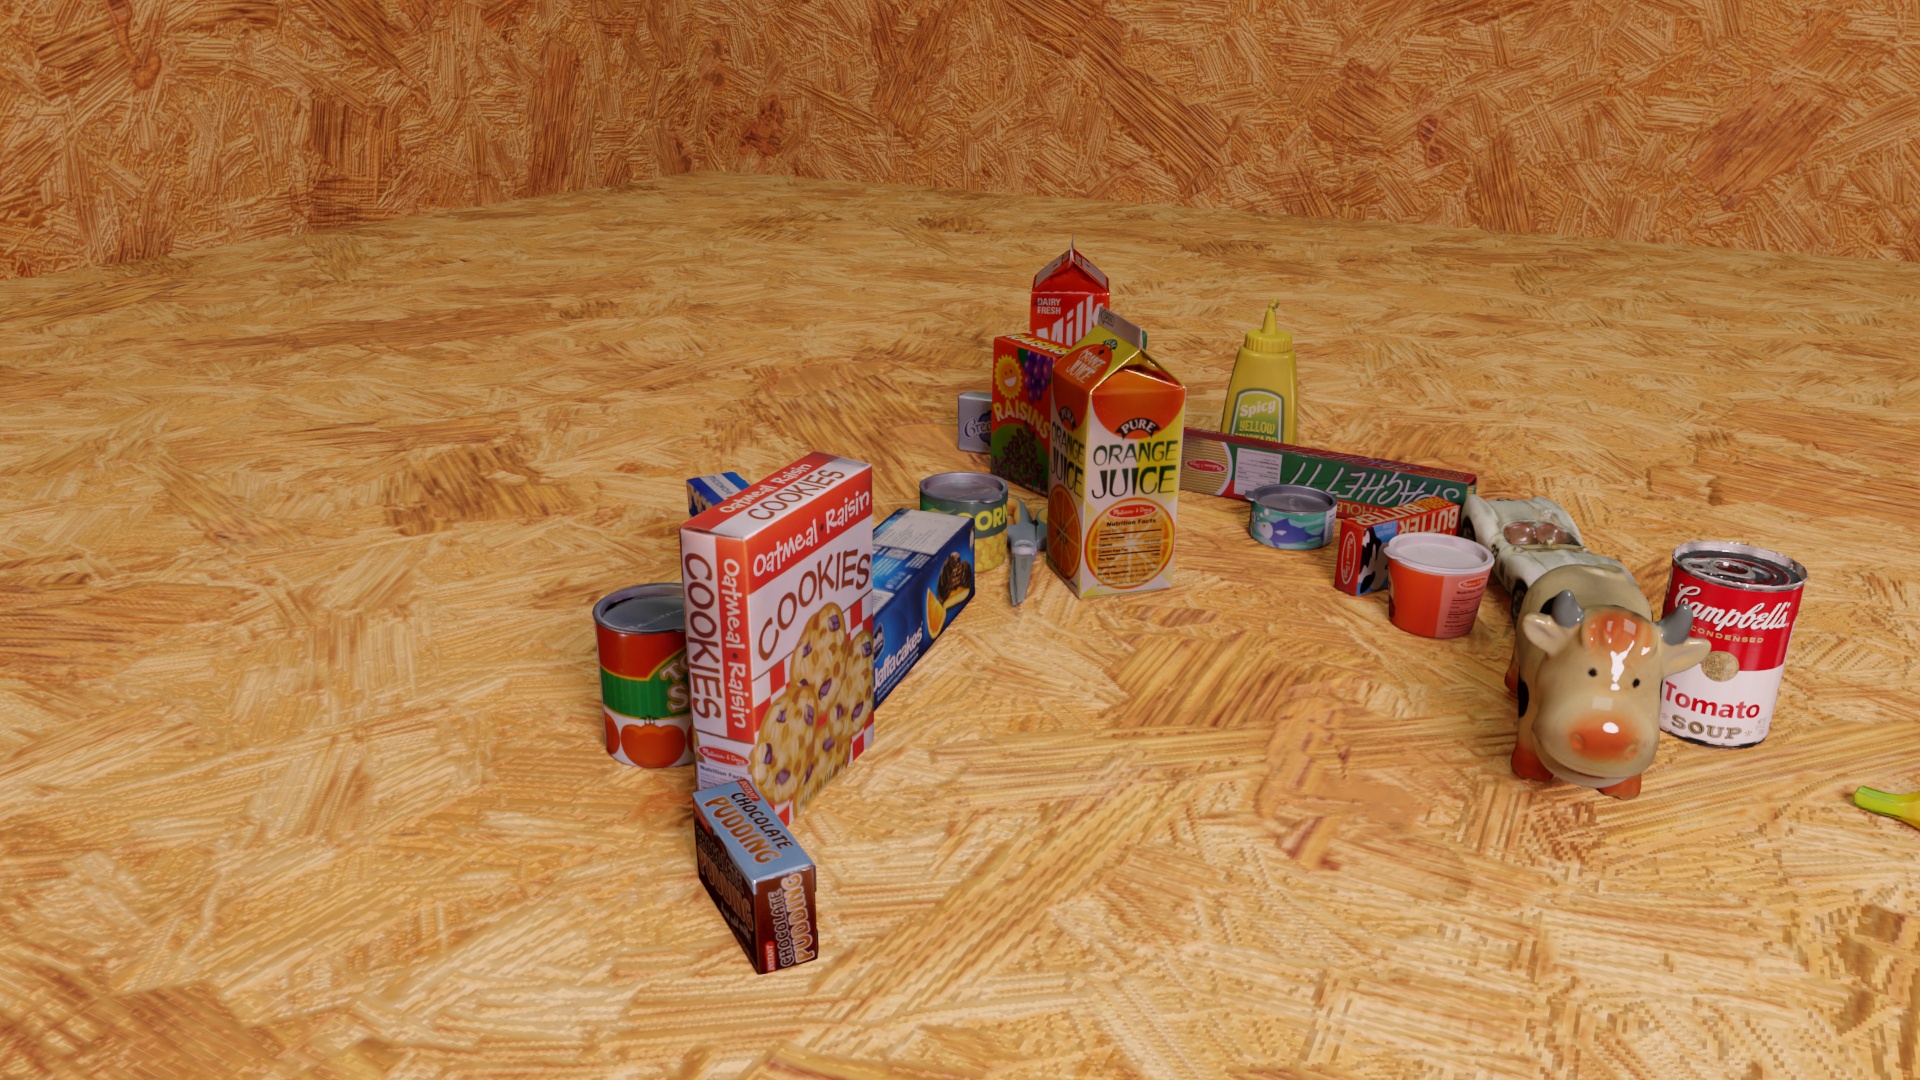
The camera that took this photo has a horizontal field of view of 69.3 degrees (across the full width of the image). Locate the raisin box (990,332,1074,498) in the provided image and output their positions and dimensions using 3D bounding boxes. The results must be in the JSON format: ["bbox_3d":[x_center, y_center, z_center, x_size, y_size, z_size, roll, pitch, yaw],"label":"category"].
[{"bbox_3d":[0.066,-0.108,1.184,0.040,0.123,0.086,-13,25,-32],"label":"raisin box"}]

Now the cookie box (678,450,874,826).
[{"bbox_3d":[-0.089,0.052,0.706,0.040,0.166,0.123,10,23,22],"label":"cookie box"}]

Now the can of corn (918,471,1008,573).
[{"bbox_3d":[0.004,-0.013,1.027,0.071,0.058,0.071,1,21,0],"label":"can of corn"}]

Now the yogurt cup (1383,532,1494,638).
[{"bbox_3d":[0.318,0.031,0.930,0.072,0.053,0.072,1,21,0],"label":"yogurt cup"}]

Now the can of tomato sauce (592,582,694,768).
[{"bbox_3d":[-0.163,0.074,0.764,0.071,0.082,0.071,1,21,0],"label":"can of tomato sauce"}]

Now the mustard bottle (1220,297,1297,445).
[{"bbox_3d":[0.259,-0.129,1.193,0.065,0.159,0.049,6,22,15],"label":"mustard bottle"}]

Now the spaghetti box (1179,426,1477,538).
[{"bbox_3d":[0.292,-0.048,1.138,0.250,0.050,0.029,12,24,28],"label":"spaghetti box"}]

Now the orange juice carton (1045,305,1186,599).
[{"bbox_3d":[0.107,-0.063,0.974,0.073,0.191,0.072,-6,22,-16],"label":"orange juice carton"}]

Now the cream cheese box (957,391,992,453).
[{"bbox_3d":[0.048,-0.104,1.270,0.104,0.053,0.024,8,22,19],"label":"cream cheese box"}]

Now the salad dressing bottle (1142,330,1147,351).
[{"bbox_3d":[0.128,-0.097,1.123,0.044,0.147,0.064,18,27,39],"label":"salad dressing bottle"}]

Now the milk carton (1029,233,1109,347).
[{"bbox_3d":[0.100,-0.185,1.290,0.073,0.189,0.072,2,21,4],"label":"milk carton"}]

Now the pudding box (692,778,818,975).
[{"bbox_3d":[-0.092,0.148,0.622,0.030,0.049,0.084,-10,24,-27],"label":"pudding box"}]

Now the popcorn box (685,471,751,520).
[{"bbox_3d":[-0.143,0.013,0.918,0.038,0.085,0.127,-10,24,-26],"label":"popcorn box"}]

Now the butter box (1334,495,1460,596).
[{"bbox_3d":[0.315,0.003,1.001,0.104,0.053,0.024,-13,25,-31],"label":"butter box"}]

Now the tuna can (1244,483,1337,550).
[{"bbox_3d":[0.256,-0.019,1.084,0.071,0.032,0.071,1,21,0],"label":"tuna can"}]
